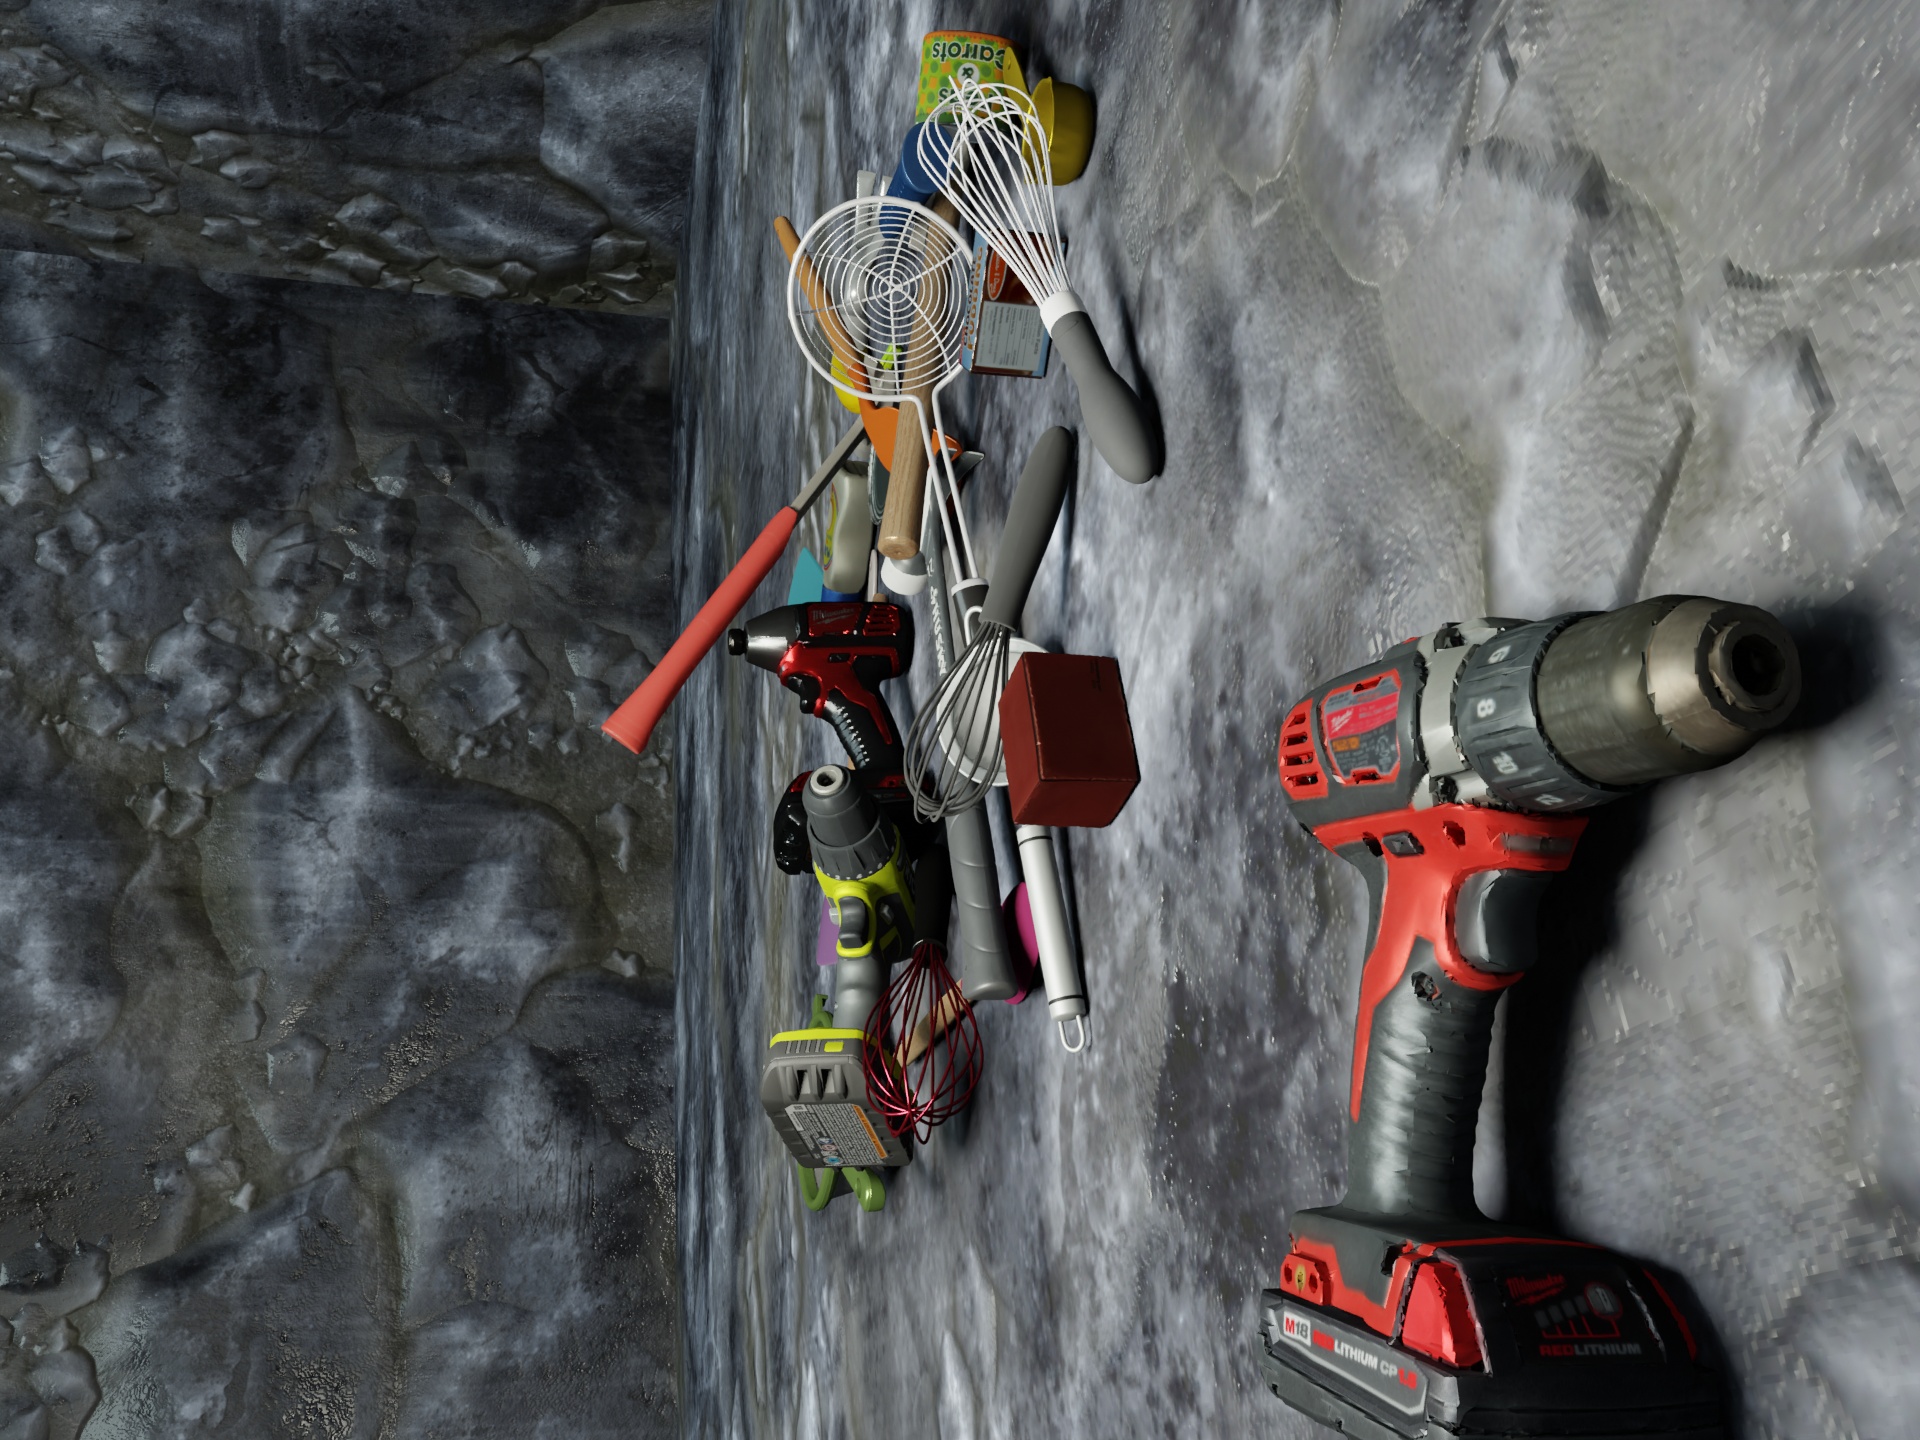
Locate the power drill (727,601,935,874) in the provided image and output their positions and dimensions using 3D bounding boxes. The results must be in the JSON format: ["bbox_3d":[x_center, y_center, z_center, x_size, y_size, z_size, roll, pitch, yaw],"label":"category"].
[{"bbox_3d":[-0.099,0.003,1.211,0.078,0.143,0.220,110,155,-53],"label":"power drill"}]

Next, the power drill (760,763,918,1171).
[{"bbox_3d":[-0.073,0.159,1.048,0.190,0.080,0.229,73,-164,-49],"label":"power drill"}]

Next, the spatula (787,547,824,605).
[{"bbox_3d":[-0.113,-0.027,1.446,0.318,0.044,0.082,-104,26,-43],"label":"spatula"}]

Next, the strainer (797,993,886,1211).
[{"bbox_3d":[-0.068,0.308,1.186,0.256,0.069,0.151,-160,76,-73],"label":"strainer"}]

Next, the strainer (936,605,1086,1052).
[{"bbox_3d":[0.040,0.058,0.889,0.087,0.050,0.259,-21,65,25],"label":"strainer"}]

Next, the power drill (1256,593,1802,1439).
[{"bbox_3d":[0.149,0.080,0.431,0.188,0.080,0.227,151,123,-72],"label":"power drill"}]

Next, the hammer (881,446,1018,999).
[{"bbox_3d":[-0.002,-0.003,1.025,0.149,0.036,0.409,115,154,-47],"label":"hammer"}]

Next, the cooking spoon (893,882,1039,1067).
[{"bbox_3d":[0.000,0.184,1.053,0.318,0.017,0.069,122,147,-59],"label":"cooking spoon"}]

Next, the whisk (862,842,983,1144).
[{"bbox_3d":[-0.020,0.156,0.994,0.296,0.073,0.073,-87,6,-65],"label":"whisk"}]

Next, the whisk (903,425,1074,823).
[{"bbox_3d":[0.019,-0.055,0.881,0.055,0.055,0.239,163,126,-74],"label":"whisk"}]

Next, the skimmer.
[{"bbox_3d":[-0.018,-0.144,0.974,0.090,0.127,0.363,34,-140,-68],"label":"skimmer"}]

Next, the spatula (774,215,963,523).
[{"bbox_3d":[-0.079,-0.283,1.211,0.081,0.041,0.323,104,147,-51],"label":"spatula"}]

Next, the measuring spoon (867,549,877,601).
[{"bbox_3d":[-0.086,-0.089,1.401,0.034,0.018,0.124,-161,75,-74],"label":"measuring spoon"}]

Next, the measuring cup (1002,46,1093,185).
[{"bbox_3d":[0.050,-0.366,0.943,0.157,0.029,0.062,-102,21,-48],"label":"measuring cup"}]

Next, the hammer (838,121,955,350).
[{"bbox_3d":[-0.052,-0.371,1.169,0.405,0.035,0.144,-150,70,-79],"label":"hammer"}]

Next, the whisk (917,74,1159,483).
[{"bbox_3d":[0.043,-0.235,0.835,0.070,0.070,0.285,115,140,-54],"label":"whisk"}]

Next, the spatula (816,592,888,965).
[{"bbox_3d":[-0.083,0.042,1.295,0.060,0.018,0.316,-23,56,54],"label":"spatula"}]

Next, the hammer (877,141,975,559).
[{"bbox_3d":[-0.023,-0.267,1.098,0.130,0.031,0.331,130,149,-70],"label":"hammer"}]

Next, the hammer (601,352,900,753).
[{"bbox_3d":[-0.163,-0.128,1.266,0.359,0.037,0.149,-54,-3,-14],"label":"hammer"}]
